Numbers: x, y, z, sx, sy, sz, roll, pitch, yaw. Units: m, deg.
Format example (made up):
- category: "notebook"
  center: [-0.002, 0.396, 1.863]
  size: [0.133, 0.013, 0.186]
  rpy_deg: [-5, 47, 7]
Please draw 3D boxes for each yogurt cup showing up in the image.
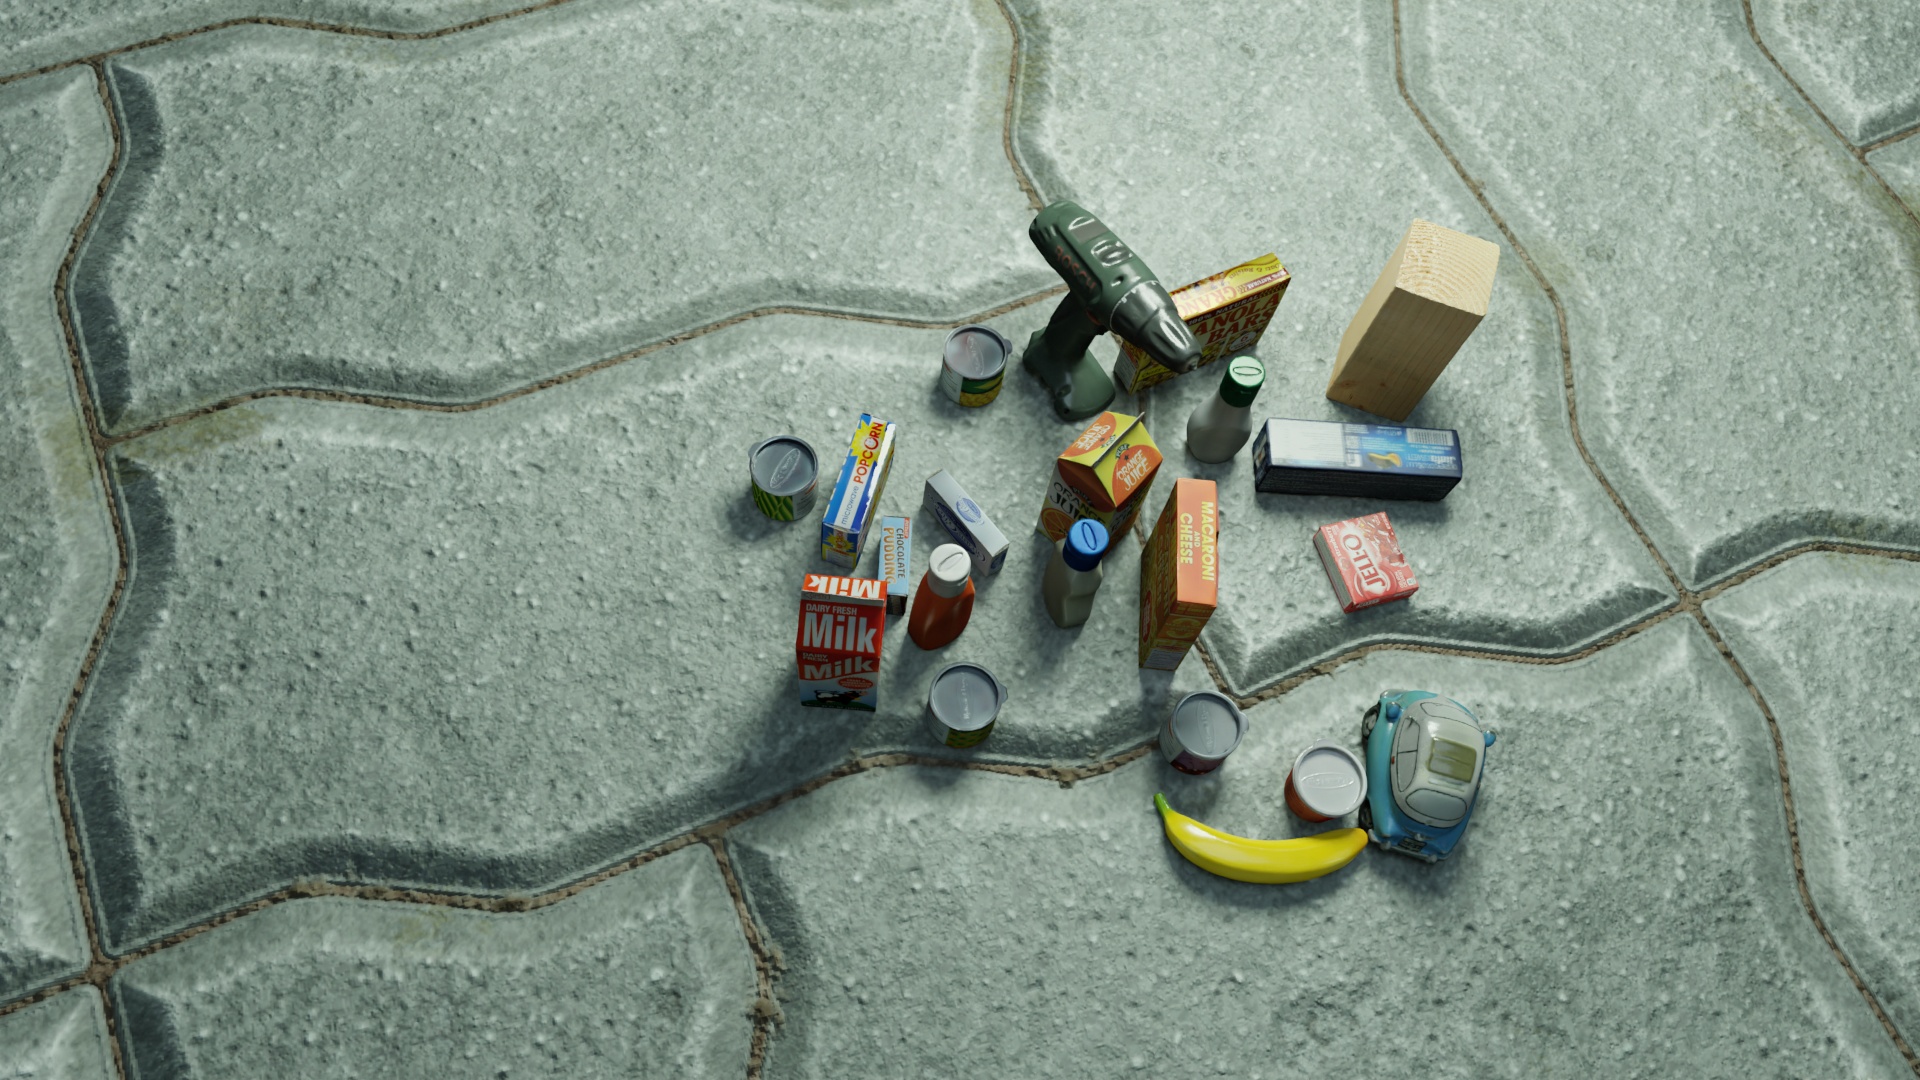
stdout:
- category: "yogurt cup"
  center: [0.330, 0.225, 1.269]
  size: [0.072, 0.053, 0.072]
  rpy_deg: [2, 65, -5]

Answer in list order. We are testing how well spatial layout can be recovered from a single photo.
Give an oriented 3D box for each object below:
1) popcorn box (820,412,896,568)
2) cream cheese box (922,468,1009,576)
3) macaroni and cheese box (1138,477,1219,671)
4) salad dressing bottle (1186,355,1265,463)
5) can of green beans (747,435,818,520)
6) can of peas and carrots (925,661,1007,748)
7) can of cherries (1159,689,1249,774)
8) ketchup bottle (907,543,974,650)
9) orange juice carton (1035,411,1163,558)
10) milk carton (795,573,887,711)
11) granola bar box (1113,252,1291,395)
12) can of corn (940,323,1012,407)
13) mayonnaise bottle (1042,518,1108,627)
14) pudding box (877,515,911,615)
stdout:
- category: "popcorn box"
  center: [-0.098, -0.047, 1.339]
  size: [0.038, 0.085, 0.127]
  rpy_deg: [16, 64, 2]
- category: "cream cheese box"
  center: [0.005, -0.017, 1.352]
  size: [0.024, 0.053, 0.104]
  rpy_deg: [-35, 73, -19]
- category: "macaroni and cheese box"
  center: [0.201, 0.034, 1.285]
  size: [0.040, 0.165, 0.124]
  rpy_deg: [6, 65, -3]
- category: "salad dressing bottle"
  center: [0.266, -0.129, 1.380]
  size: [0.064, 0.147, 0.044]
  rpy_deg: [4, 65, -4]
- category: "can of green beans"
  center: [-0.171, -0.060, 1.353]
  size: [0.071, 0.057, 0.071]
  rpy_deg: [2, 65, -5]
- category: "can of peas and carrots"
  center: [0.005, 0.151, 1.270]
  size: [0.071, 0.058, 0.071]
  rpy_deg: [2, 65, -5]
- category: "can of cherries"
  center: [0.223, 0.178, 1.279]
  size: [0.071, 0.058, 0.072]
  rpy_deg: [2, 65, -5]
- category: "ketchup bottle"
  center: [-0.014, 0.050, 1.266]
  size: [0.065, 0.148, 0.043]
  rpy_deg: [-36, 73, -19]
- category: "orange juice carton"
  center: [0.132, -0.052, 1.305]
  size: [0.073, 0.191, 0.072]
  rpy_deg: [41, 68, 13]
- category: "milk carton"
  center: [-0.104, 0.085, 1.218]
  size: [0.072, 0.189, 0.074]
  rpy_deg: [6, 65, -3]
- category: "granola bar box"
  center: [0.248, -0.222, 1.435]
  size: [0.166, 0.123, 0.039]
  rpy_deg: [-23, 69, -15]
- category: "can of corn"
  center: [0.016, -0.180, 1.428]
  size: [0.071, 0.058, 0.071]
  rpy_deg: [2, 65, -5]
- category: "mayonnaise bottle"
  center: [0.107, 0.028, 1.289]
  size: [0.041, 0.147, 0.065]
  rpy_deg: [-12, 67, -11]
- category: "pudding box"
  center: [-0.063, 0.024, 1.328]
  size: [0.030, 0.049, 0.084]
  rpy_deg: [4, 64, -4]
